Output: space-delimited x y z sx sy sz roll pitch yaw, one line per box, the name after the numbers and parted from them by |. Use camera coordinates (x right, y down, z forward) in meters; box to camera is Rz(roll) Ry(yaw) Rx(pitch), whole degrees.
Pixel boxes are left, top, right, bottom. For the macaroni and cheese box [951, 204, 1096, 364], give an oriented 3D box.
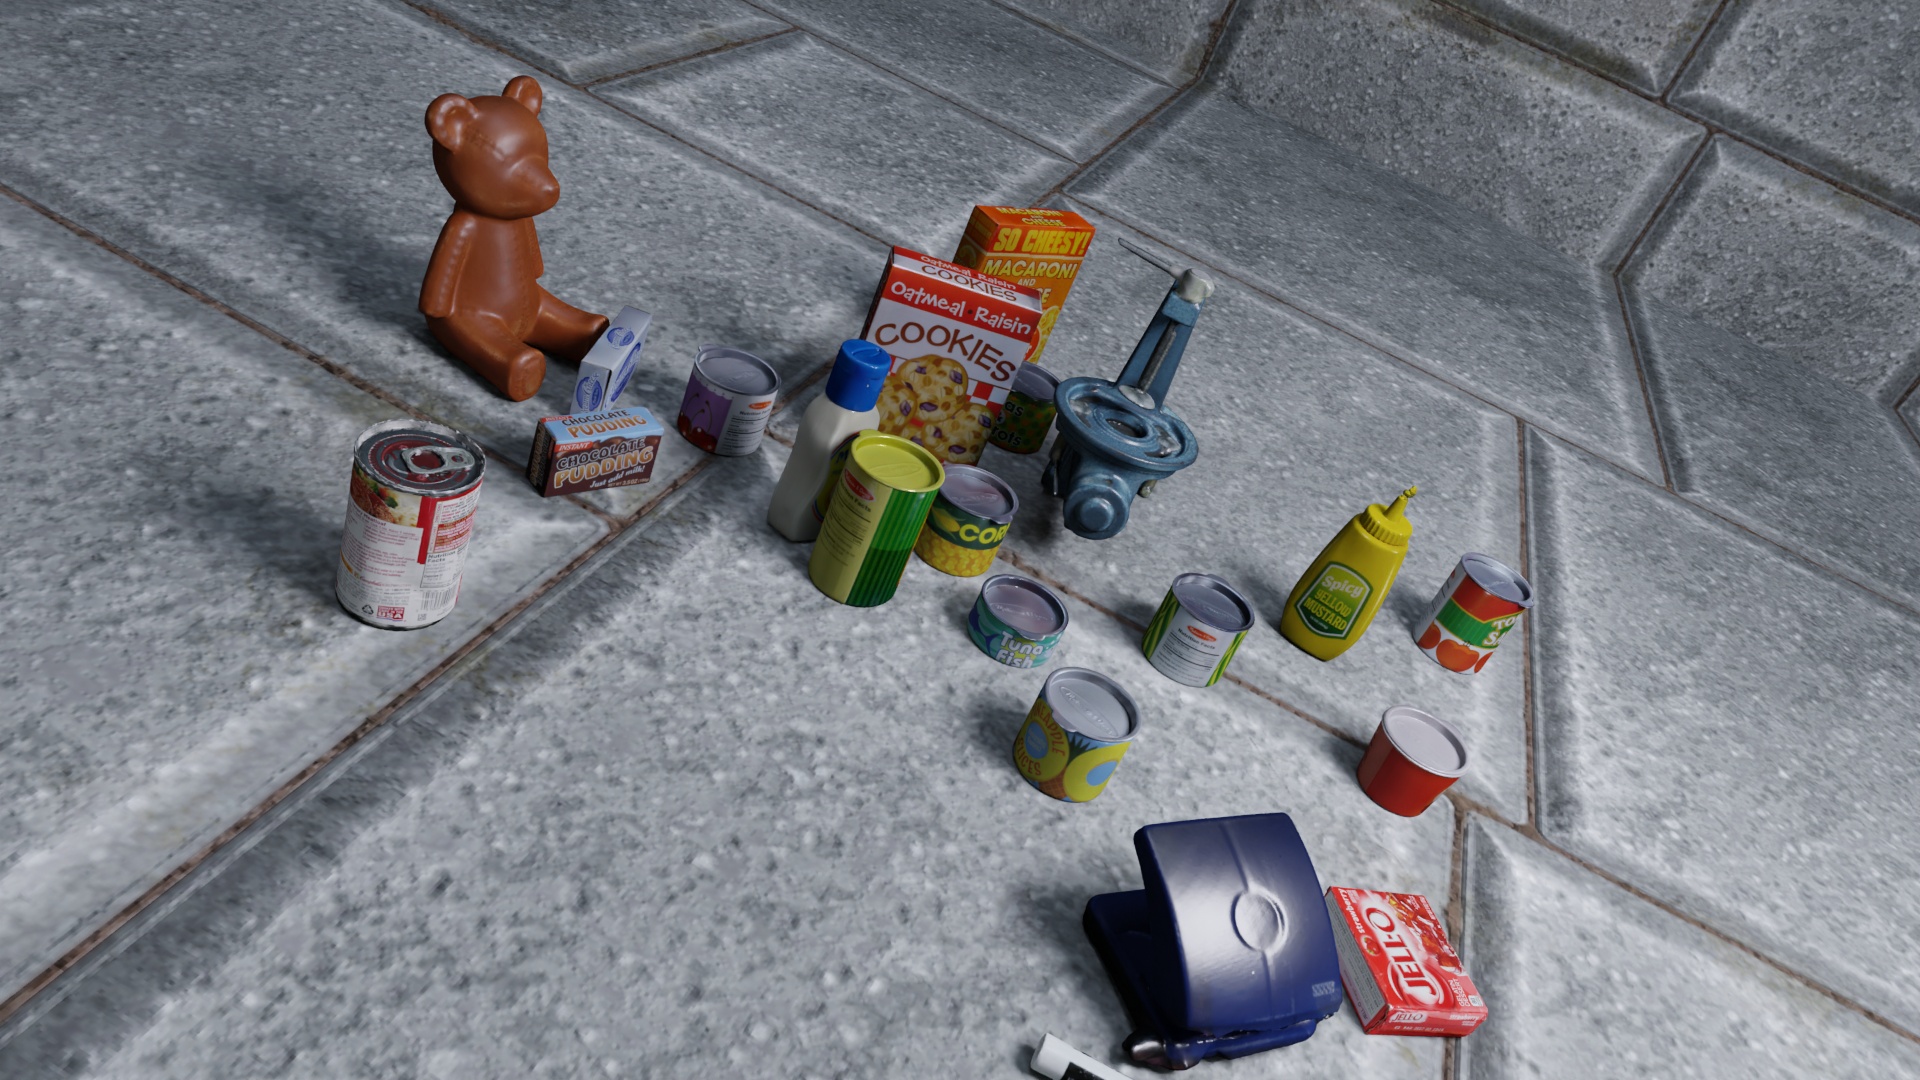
0.038 -0.221 1.263 0.124 0.165 0.040 -8 44 -41 | macaroni and cheese box

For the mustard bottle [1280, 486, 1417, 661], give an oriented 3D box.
0.311 0.020 1.091 0.065 0.159 0.049 33 33 15 | mustard bottle

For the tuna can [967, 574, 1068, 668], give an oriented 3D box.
0.040 0.058 0.978 0.071 0.032 0.071 17 32 -11 | tuna can

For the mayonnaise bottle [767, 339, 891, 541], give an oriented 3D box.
-0.088 -0.069 0.974 0.041 0.147 0.065 39 35 23 | mayonnaise bottle

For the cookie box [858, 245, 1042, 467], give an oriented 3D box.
-0.023 -0.136 1.097 0.123 0.166 0.040 15 33 -14 | cookie box

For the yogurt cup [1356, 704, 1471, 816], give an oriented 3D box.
0.320 0.159 0.991 0.072 0.053 0.073 17 32 -11 | yogurt cup

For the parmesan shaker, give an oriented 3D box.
-0.060 -0.015 0.954 0.071 0.102 0.072 17 32 -11 | parmesan shaker

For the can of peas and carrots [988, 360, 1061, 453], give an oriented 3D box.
0.051 -0.117 1.219 0.071 0.058 0.071 17 32 -11 | can of peas and carrots

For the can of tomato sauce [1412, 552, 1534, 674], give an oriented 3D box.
0.436 0.064 1.181 0.071 0.082 0.071 17 32 -11 | can of tomato sauce

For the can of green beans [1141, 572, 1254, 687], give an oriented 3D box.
0.176 0.067 1.031 0.071 0.057 0.071 17 32 -11 | can of green beans

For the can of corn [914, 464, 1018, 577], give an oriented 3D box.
0.004 -0.013 1.035 0.071 0.058 0.071 17 32 -11 | can of corn

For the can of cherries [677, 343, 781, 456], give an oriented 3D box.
-0.178 -0.107 1.056 0.071 0.058 0.072 17 32 -11 | can of cherries

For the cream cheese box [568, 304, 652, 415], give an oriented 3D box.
-0.262 -0.131 1.041 0.024 0.053 0.104 20 32 -6 | cream cheese box

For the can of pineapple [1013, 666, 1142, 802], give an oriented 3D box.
0.072 0.123 0.879 0.071 0.057 0.071 17 32 -11 | can of pineapple

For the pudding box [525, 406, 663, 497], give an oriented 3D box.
-0.250 -0.062 0.950 0.084 0.049 0.030 -12 46 -44 | pudding box
